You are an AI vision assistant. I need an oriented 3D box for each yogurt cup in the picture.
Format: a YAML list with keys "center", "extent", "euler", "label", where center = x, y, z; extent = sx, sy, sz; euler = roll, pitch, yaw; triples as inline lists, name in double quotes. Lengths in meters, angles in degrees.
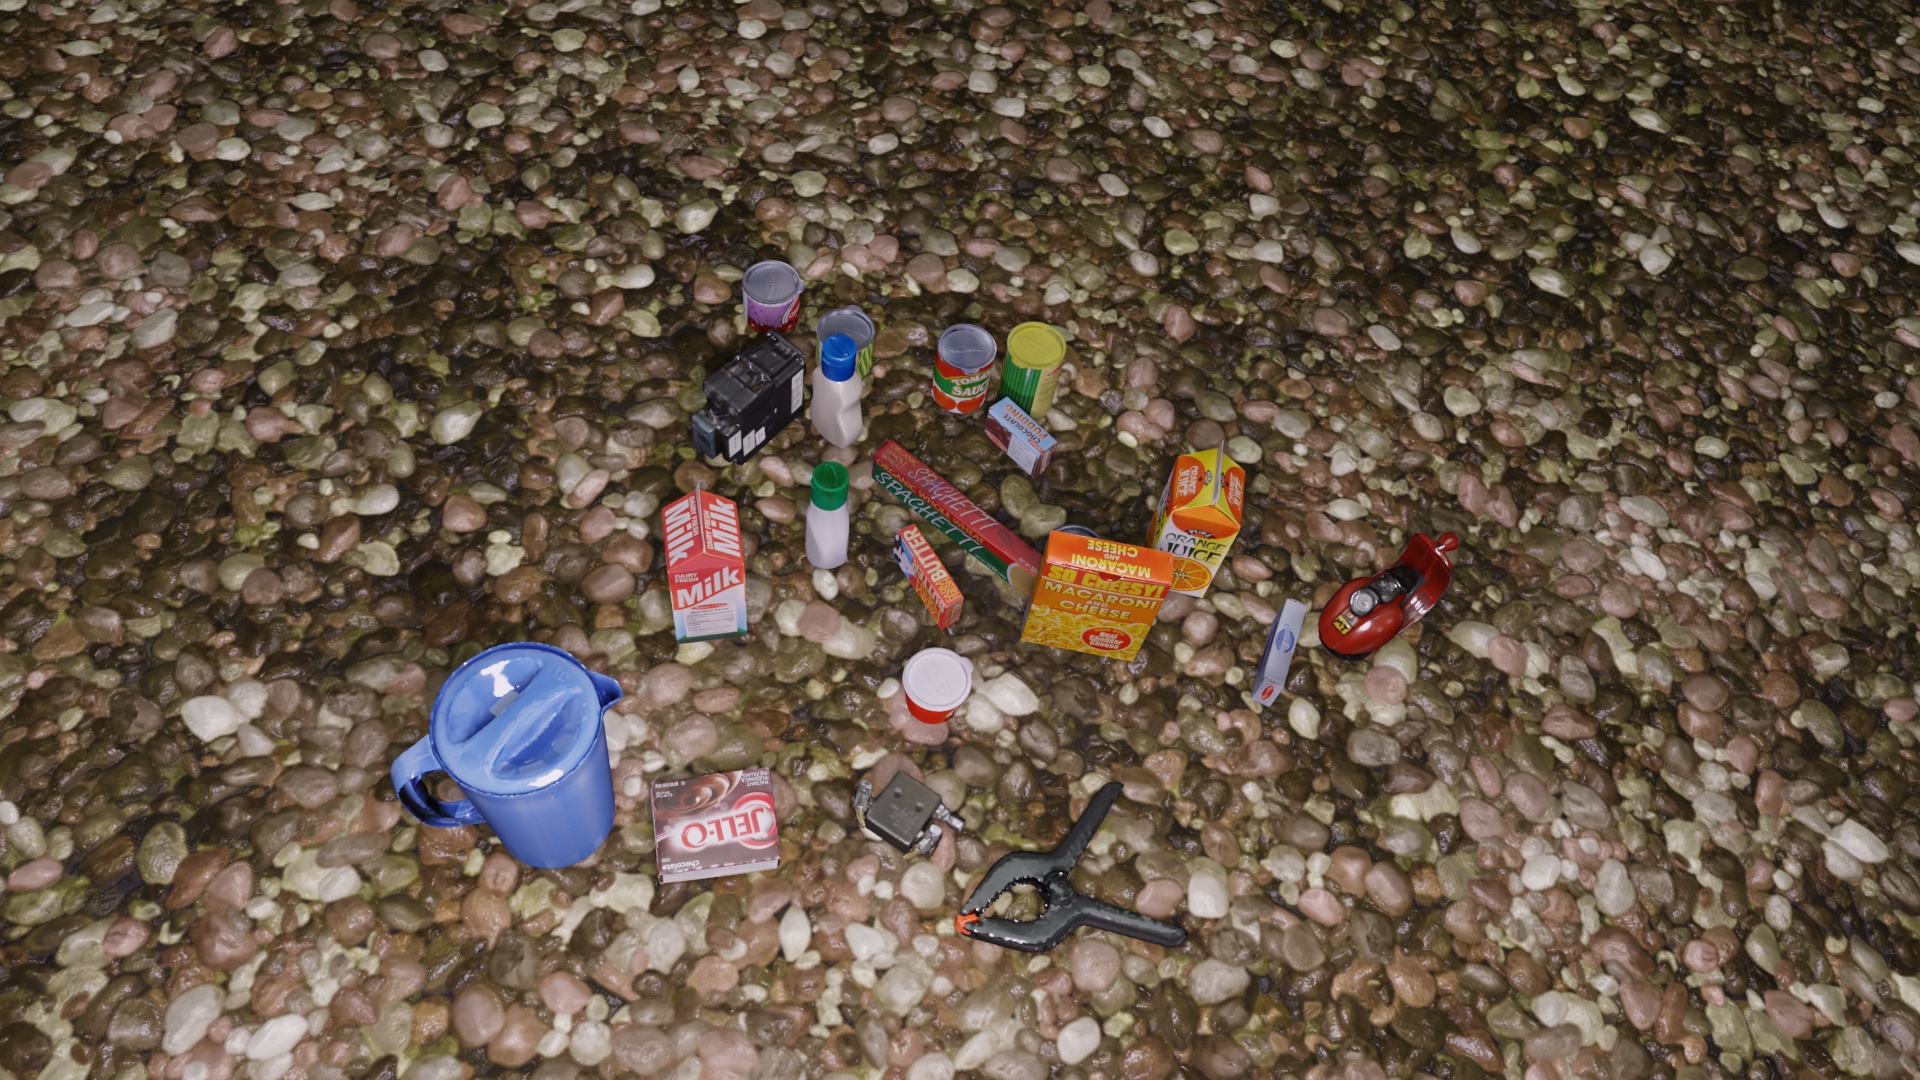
- center: [-0.025, 0.148, 1.382]
  extent: [0.072, 0.053, 0.073]
  euler: [3, 59, -5]
  label: "yogurt cup"

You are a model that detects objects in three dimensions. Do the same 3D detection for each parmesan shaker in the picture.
- center: [0.077, -0.188, 1.572]
  extent: [0.071, 0.102, 0.071]
  euler: [3, 59, -5]
  label: "parmesan shaker"

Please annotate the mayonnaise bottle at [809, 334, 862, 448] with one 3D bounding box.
- center: [-0.133, -0.163, 1.502]
  extent: [0.041, 0.147, 0.065]
  euler: [-38, 71, -25]
  label: "mayonnaise bottle"

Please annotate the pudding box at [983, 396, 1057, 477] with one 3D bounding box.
- center: [0.066, -0.116, 1.558]
  extent: [0.030, 0.049, 0.084]
  euler: [-38, 70, -25]
  label: "pudding box"

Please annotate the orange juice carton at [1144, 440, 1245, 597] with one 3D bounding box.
- center: [0.244, -0.022, 1.440]
  extent: [0.073, 0.191, 0.072]
  euler: [13, 58, 0]
  label: "orange juice carton"

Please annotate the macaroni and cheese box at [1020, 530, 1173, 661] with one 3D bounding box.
- center: [0.134, 0.059, 1.392]
  extent: [0.124, 0.165, 0.040]
  euler: [11, 58, -1]
  label: "macaroni and cheese box"

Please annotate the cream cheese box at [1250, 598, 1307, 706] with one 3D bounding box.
- center: [0.332, 0.116, 1.449]
  extent: [0.024, 0.053, 0.104]
  euler: [22, 59, 6]
  label: "cream cheese box"

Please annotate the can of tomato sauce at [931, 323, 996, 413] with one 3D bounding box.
- center: [0.003, -0.193, 1.576]
  extent: [0.071, 0.082, 0.071]
  euler: [3, 59, -5]
  label: "can of tomato sauce"

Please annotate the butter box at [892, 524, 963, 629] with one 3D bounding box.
- center: [-0.034, 0.038, 1.449]
  extent: [0.024, 0.053, 0.104]
  euler: [-25, 65, -20]
  label: "butter box"

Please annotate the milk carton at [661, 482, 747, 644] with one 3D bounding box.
- center: [-0.248, 0.023, 1.348]
  extent: [0.073, 0.189, 0.072]
  euler: [-6, 60, -11]
  label: "milk carton"

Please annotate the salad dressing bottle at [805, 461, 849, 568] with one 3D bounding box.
- center: [-0.135, -0.025, 1.418]
  extent: [0.044, 0.147, 0.064]
  euler: [-11, 61, -14]
  label: "salad dressing bottle"

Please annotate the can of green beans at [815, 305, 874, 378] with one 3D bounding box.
- center: [-0.133, -0.223, 1.592]
  extent: [0.071, 0.057, 0.071]
  euler: [3, 59, -5]
  label: "can of green beans"

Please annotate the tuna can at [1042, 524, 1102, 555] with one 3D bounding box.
- center: [0.120, 0.020, 1.492]
  extent: [0.071, 0.032, 0.071]
  euler: [3, 59, -6]
  label: "tuna can"

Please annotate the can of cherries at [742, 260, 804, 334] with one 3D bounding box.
- center: [-0.217, -0.281, 1.615]
  extent: [0.071, 0.058, 0.072]
  euler: [3, 59, -5]
  label: "can of cherries"

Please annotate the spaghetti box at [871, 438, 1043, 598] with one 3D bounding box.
- center: [0.005, -0.019, 1.490]
  extent: [0.250, 0.050, 0.029]
  euler: [38, 62, 15]
  label: "spaghetti box"
